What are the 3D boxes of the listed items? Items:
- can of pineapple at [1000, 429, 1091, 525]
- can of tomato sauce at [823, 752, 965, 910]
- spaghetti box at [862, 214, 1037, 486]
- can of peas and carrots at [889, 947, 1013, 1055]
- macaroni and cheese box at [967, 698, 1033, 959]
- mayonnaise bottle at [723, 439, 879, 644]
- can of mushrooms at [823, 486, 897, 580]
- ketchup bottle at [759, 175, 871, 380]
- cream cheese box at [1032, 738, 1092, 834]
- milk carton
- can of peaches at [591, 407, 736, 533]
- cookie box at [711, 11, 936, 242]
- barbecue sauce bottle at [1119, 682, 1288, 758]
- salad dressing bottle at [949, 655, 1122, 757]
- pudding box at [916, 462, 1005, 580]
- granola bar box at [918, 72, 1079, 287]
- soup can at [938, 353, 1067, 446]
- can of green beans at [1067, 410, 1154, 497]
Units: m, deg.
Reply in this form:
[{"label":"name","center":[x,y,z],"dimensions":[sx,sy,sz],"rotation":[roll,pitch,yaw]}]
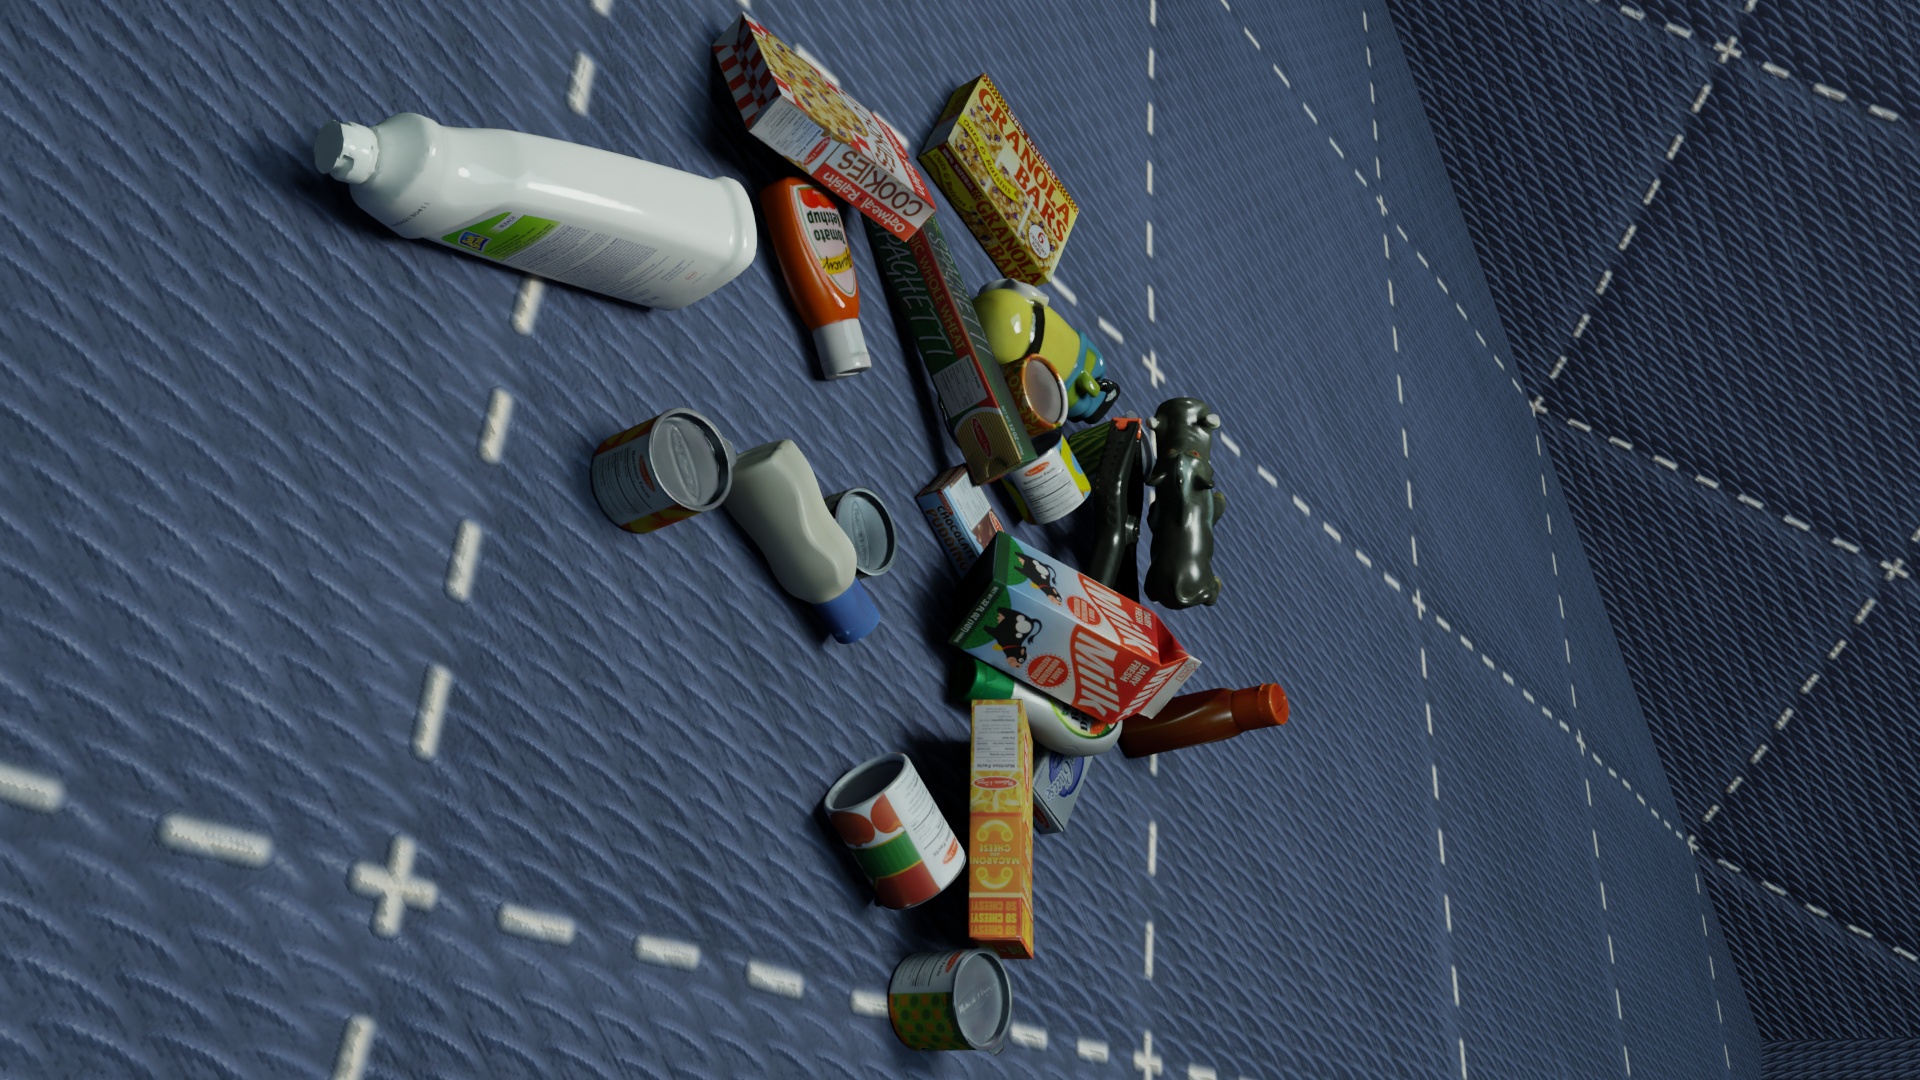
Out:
[{"label":"can of pineapple","center":[0.071,-0.055,1.200],"dimensions":[0.057,0.071,0.071],"rotation":[60,38,-19]},{"label":"can of tomato sauce","center":[-0.046,0.196,0.940],"dimensions":[0.083,0.071,0.071],"rotation":[61,37,-15]},{"label":"spaghetti box","center":[-0.010,-0.168,1.124],"dimensions":[0.029,0.050,0.250],"rotation":[-13,79,-56]},{"label":"can of peas and carrots","center":[-0.005,0.316,0.948],"dimensions":[0.071,0.058,0.071],"rotation":[24,58,-47]},{"label":"macaroni and cheese box","center":[0.030,0.212,1.009],"dimensions":[0.123,0.040,0.167],"rotation":[74,16,-66]},{"label":"mayonnaise bottle","center":[-0.106,0.004,0.945],"dimensions":[0.147,0.064,0.041],"rotation":[60,34,-24]},{"label":"can of mushrooms","center":[-0.080,-0.004,1.003],"dimensions":[0.071,0.033,0.071],"rotation":[25,58,-47]},{"label":"ketchup bottle","center":[-0.105,-0.196,1.042],"dimensions":[0.065,0.043,0.148],"rotation":[-15,89,-57]},{"label":"cream cheese box","center":[0.079,0.185,1.145],"dimensions":[0.053,0.024,0.104],"rotation":[55,39,-23]},{"label":"milk carton","center":[0.091,0.077,1.088],"dimensions":[0.190,0.072,0.074],"rotation":[29,30,-13]},{"label":"can of peaches","center":[-0.183,-0.043,0.861],"dimensions":[0.071,0.058,0.071],"rotation":[26,55,-46]},{"label":"cookie box","center":[-0.101,-0.312,1.056],"dimensions":[0.167,0.040,0.123],"rotation":[27,29,-45]},{"label":"barbecue sauce bottle","center":[0.216,0.157,1.233],"dimensions":[0.065,0.148,0.043],"rotation":[-36,105,-53]},{"label":"salad dressing bottle","center":[0.060,0.130,1.103],"dimensions":[0.147,0.043,0.064],"rotation":[22,49,-30]},{"label":"pudding box","center":[0.004,-0.014,1.123],"dimensions":[0.083,0.030,0.050],"rotation":[61,36,-16]},{"label":"granola bar box","center":[0.038,-0.331,1.293],"dimensions":[0.165,0.039,0.125],"rotation":[49,42,-29]},{"label":"soup can","center":[0.036,-0.114,1.162],"dimensions":[0.071,0.083,0.071],"rotation":[25,57,-46]},{"label":"can of green beans","center":[0.141,-0.079,1.309],"dimensions":[0.071,0.057,0.071],"rotation":[25,57,-46]}]
